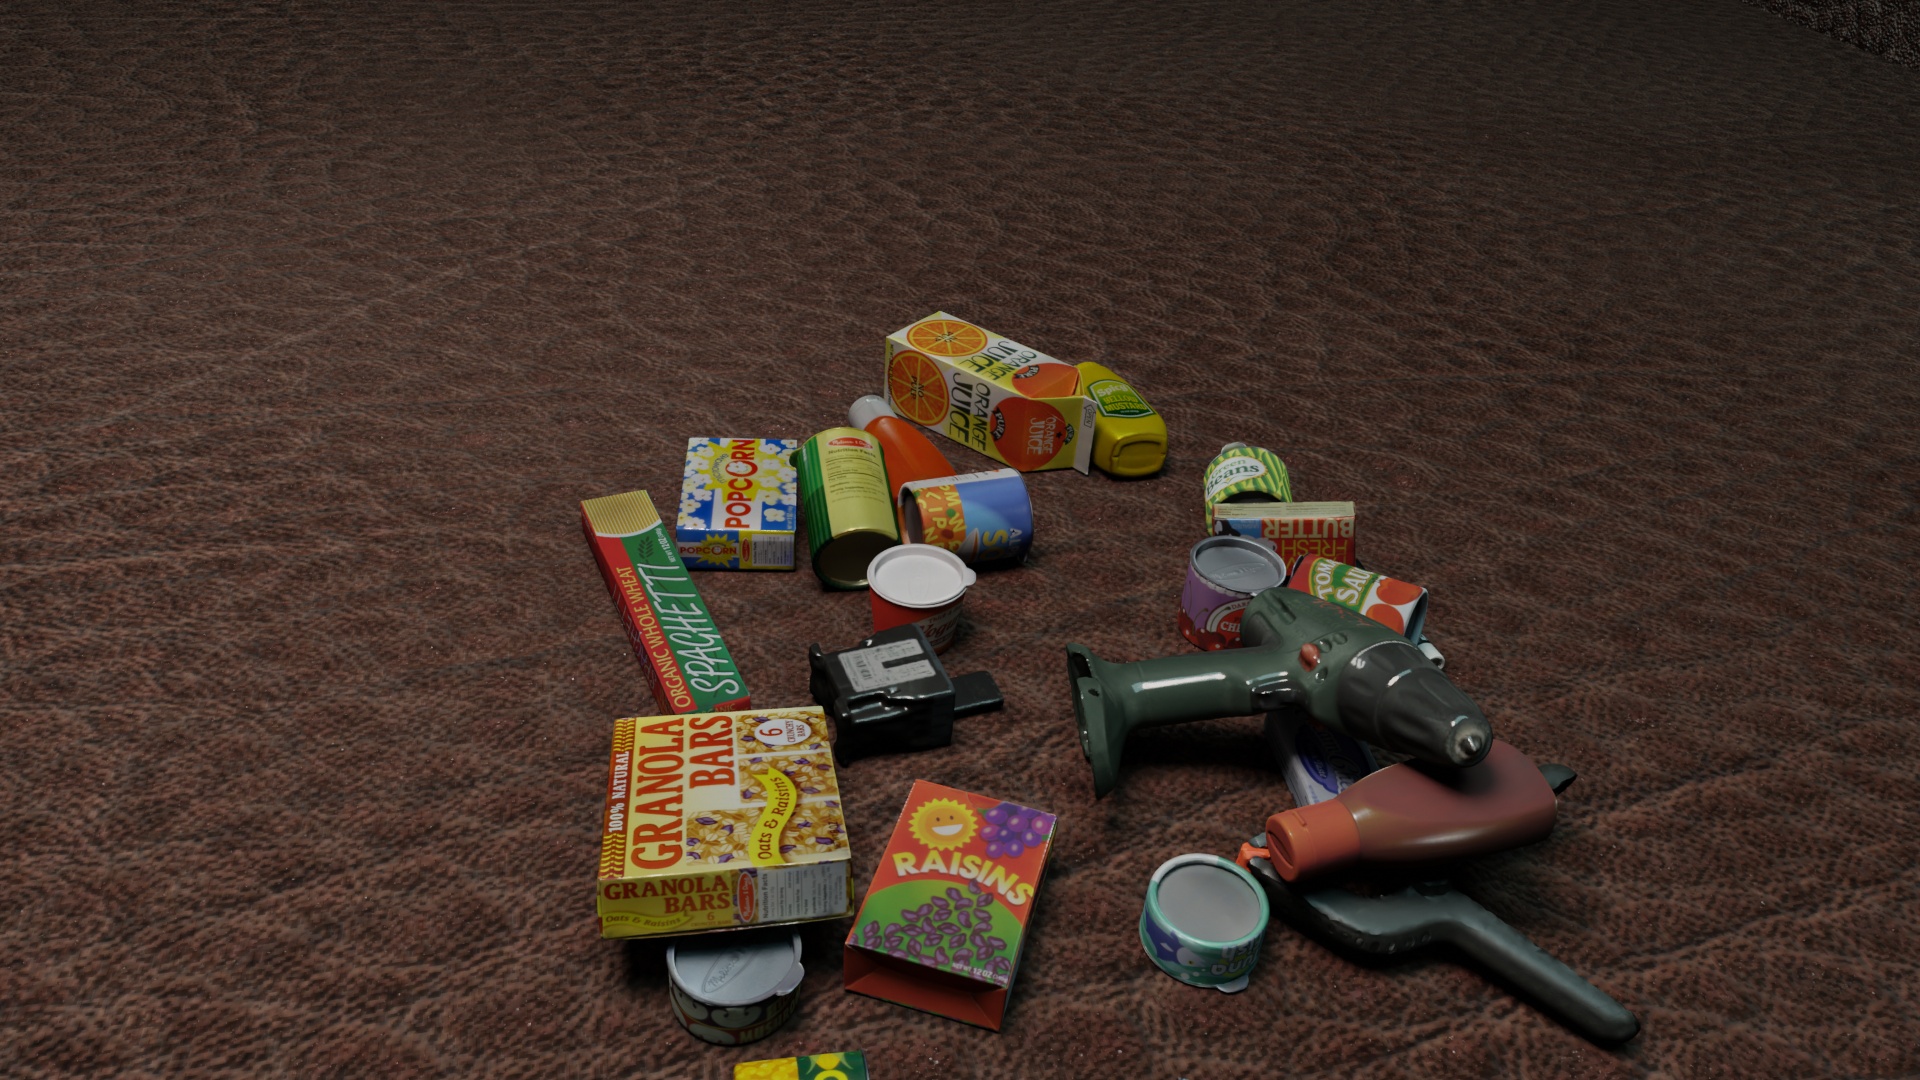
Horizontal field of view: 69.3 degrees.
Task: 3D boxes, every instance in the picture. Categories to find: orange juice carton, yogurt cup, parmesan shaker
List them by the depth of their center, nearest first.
[{"bbox_3d":[-0.030,0.043,0.937,0.072,0.053,0.073,4,35,-2],"label":"yogurt cup"},{"bbox_3d":[-0.083,-0.023,0.998,0.071,0.071,0.103,-3,47,-12],"label":"parmesan shaker"},{"bbox_3d":[0.031,-0.120,1.162,0.193,0.071,0.073,27,41,29],"label":"orange juice carton"}]

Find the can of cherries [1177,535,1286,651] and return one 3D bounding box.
[{"bbox_3d":[0.189,0.040,0.966,0.071,0.058,0.072,4,34,-3],"label":"can of cherries"}]

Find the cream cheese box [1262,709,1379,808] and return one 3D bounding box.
[{"bbox_3d":[0.227,0.141,0.856,0.053,0.024,0.104,0,35,-8],"label":"cream cheese box"}]

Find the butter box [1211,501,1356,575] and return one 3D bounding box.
[{"bbox_3d":[0.237,-0.001,1.020,0.103,0.052,0.024,-1,33,11],"label":"butter box"}]

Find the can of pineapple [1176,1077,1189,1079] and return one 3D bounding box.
[{"bbox_3d":[0.116,0.277,0.609,0.058,0.070,0.071,13,36,11],"label":"can of pineapple"}]

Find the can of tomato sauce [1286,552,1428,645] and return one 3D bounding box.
[{"bbox_3d":[0.267,0.050,0.945,0.083,0.070,0.071,18,37,27],"label":"can of tomato sauce"}]

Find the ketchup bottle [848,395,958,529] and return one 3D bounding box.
[{"bbox_3d":[-0.050,-0.065,1.097,0.065,0.043,0.149,-10,37,-19],"label":"ketchup bottle"}]

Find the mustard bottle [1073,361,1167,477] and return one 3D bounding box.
[{"bbox_3d":[0.122,-0.113,1.183,0.065,0.048,0.161,-4,36,-18],"label":"mustard bottle"}]

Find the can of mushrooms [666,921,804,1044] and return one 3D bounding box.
[{"bbox_3d":[-0.111,0.216,0.696,0.071,0.033,0.071,4,34,-2],"label":"can of mushrooms"}]

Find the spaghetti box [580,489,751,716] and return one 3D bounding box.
[{"bbox_3d":[-0.202,0.045,0.933,0.050,0.028,0.251,-13,38,-23],"label":"spaghetti box"}]

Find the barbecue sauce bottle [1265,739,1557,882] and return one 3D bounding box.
[{"bbox_3d":[0.239,0.149,0.748,0.149,0.043,0.065,-11,30,-13],"label":"barbecue sauce bottle"}]

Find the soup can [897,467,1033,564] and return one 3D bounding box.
[{"bbox_3d":[0.004,-0.013,1.013,0.084,0.071,0.071,-9,37,-18],"label":"soup can"}]

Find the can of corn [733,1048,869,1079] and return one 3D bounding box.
[{"bbox_3d":[-0.068,0.260,0.607,0.058,0.070,0.071,-3,36,-10],"label":"can of corn"}]

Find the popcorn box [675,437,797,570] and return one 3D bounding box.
[{"bbox_3d":[-0.164,-0.029,1.034,0.085,0.038,0.127,0,35,-6],"label":"popcorn box"}]

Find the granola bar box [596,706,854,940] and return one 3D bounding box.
[{"bbox_3d":[-0.128,0.147,0.753,0.124,0.039,0.166,-2,20,-10],"label":"granola bar box"}]

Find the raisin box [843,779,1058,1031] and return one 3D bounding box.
[{"bbox_3d":[-0.003,0.190,0.743,0.086,0.039,0.124,12,35,11],"label":"raisin box"}]

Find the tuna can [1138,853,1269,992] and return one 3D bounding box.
[{"bbox_3d":[0.132,0.205,0.746,0.071,0.032,0.071,3,34,-2],"label":"tuna can"}]

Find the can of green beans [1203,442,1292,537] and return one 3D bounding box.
[{"bbox_3d":[0.220,-0.029,1.063,0.071,0.071,0.058,7,35,3],"label":"can of green beans"}]
